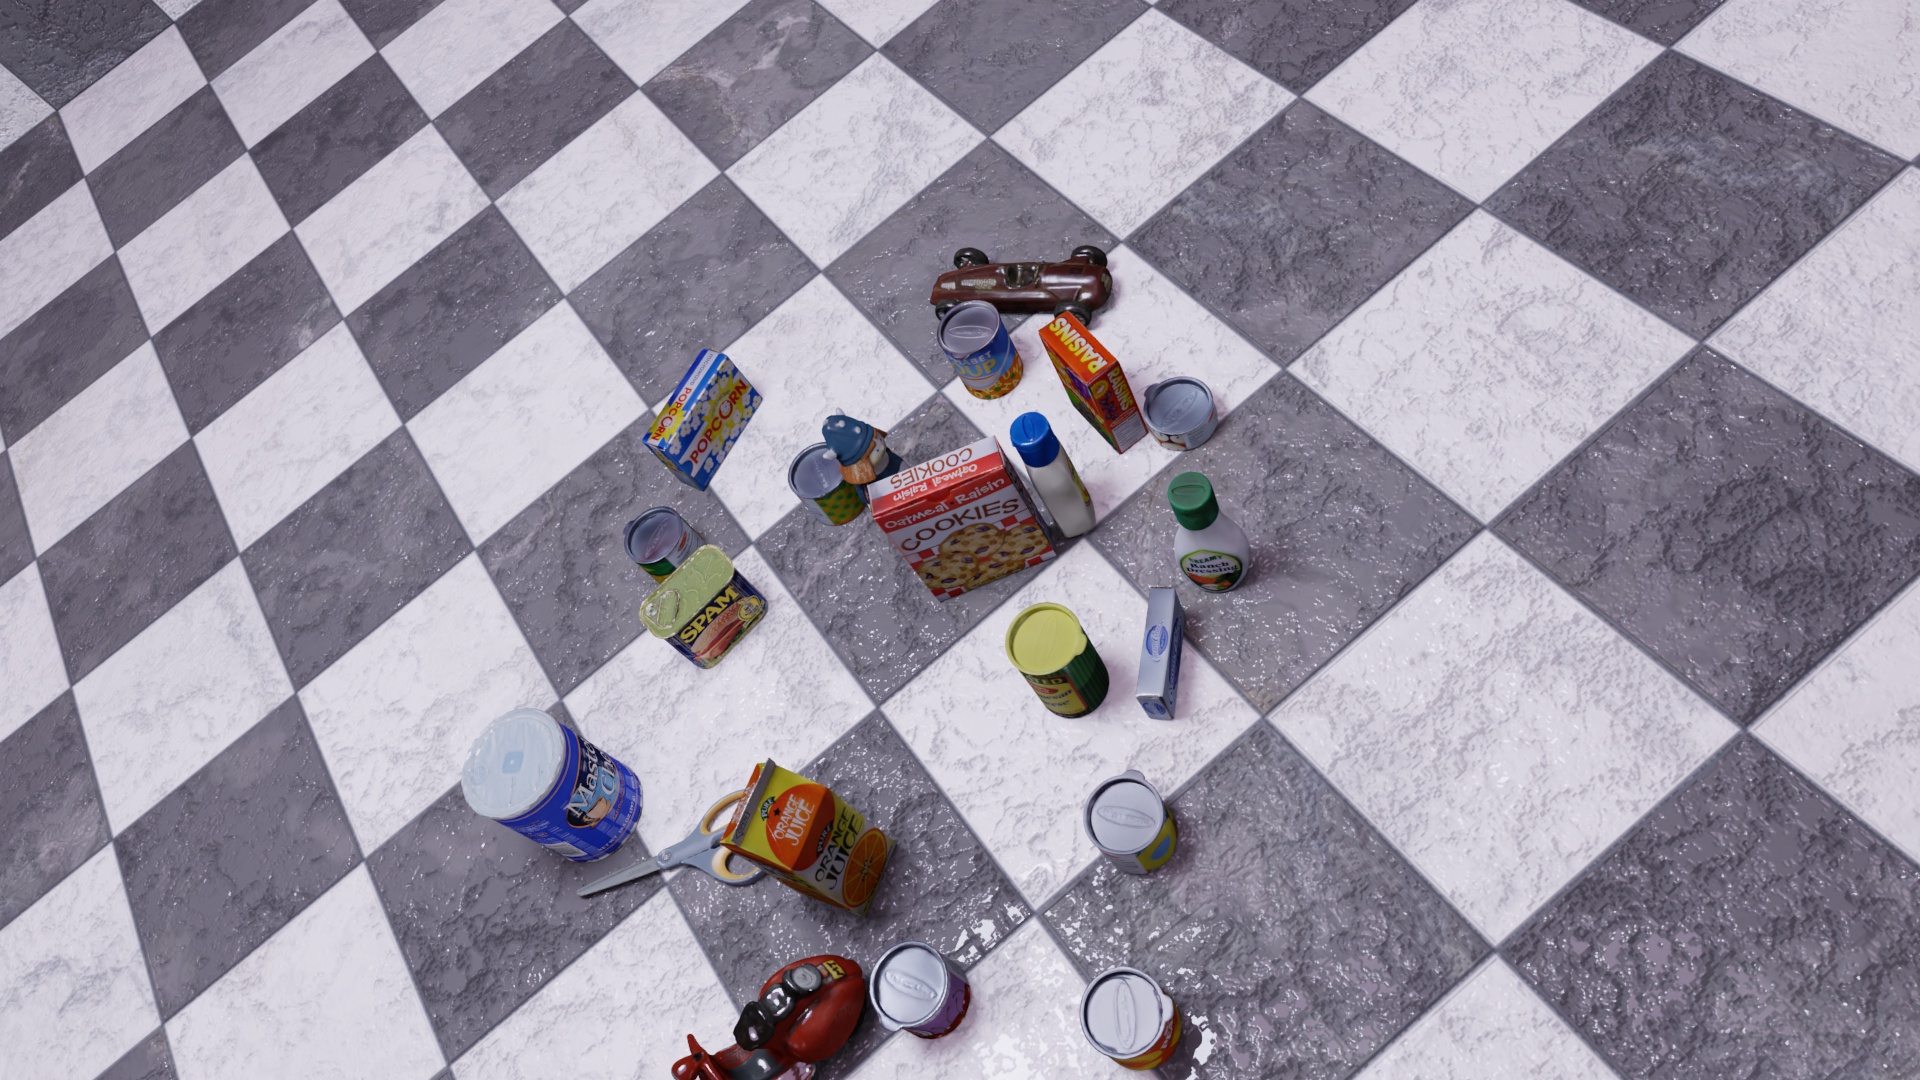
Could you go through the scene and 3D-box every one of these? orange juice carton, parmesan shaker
[{"bbox_3d":[-0.130,0.242,1.139,0.073,0.192,0.072,13,67,27],"label":"orange juice carton"},{"bbox_3d":[0.087,0.105,1.189,0.071,0.102,0.071,-10,58,16],"label":"parmesan shaker"}]

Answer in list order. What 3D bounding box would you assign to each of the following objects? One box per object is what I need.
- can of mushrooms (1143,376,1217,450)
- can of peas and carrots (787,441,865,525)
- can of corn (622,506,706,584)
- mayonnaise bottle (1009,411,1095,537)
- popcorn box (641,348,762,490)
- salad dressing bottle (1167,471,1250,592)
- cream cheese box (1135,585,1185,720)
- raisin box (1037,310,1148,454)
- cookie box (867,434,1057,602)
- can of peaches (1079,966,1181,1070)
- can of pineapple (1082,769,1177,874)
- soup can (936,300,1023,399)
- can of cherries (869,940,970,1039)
[{"bbox_3d":[0.207,-0.121,1.317,0.071,0.033,0.071,-10,58,16],"label":"can of mushrooms"},{"bbox_3d":[-0.130,-0.058,1.398,0.071,0.058,0.071,-10,58,16],"label":"can of peas and carrots"},{"bbox_3d":[-0.304,0.007,1.429,0.071,0.058,0.071,-10,58,16],"label":"can of corn"},{"bbox_3d":[0.083,-0.062,1.261,0.041,0.147,0.065,-21,56,10],"label":"mayonnaise bottle"},{"bbox_3d":[-0.274,-0.129,1.480,0.038,0.085,0.127,19,70,30],"label":"popcorn box"},{"bbox_3d":[0.208,-0.007,1.180,0.064,0.147,0.044,-3,61,20],"label":"salad dressing bottle"},{"bbox_3d":[0.173,0.097,1.190,0.024,0.053,0.104,0,61,22],"label":"cream cheese box"},{"bbox_3d":[0.125,-0.148,1.310,0.040,0.123,0.086,-36,55,-1],"label":"raisin box"},{"bbox_3d":[0.004,-0.016,1.253,0.123,0.167,0.040,-22,56,9],"label":"cookie box"},{"bbox_3d":[0.131,0.361,1.048,0.071,0.058,0.071,-10,58,16],"label":"can of peaches"},{"bbox_3d":[0.139,0.229,1.123,0.071,0.057,0.071,-10,58,16],"label":"can of pineapple"},{"bbox_3d":[0.020,-0.189,1.400,0.071,0.083,0.071,-10,58,16],"label":"soup can"},{"bbox_3d":[-0.033,0.363,1.112,0.071,0.058,0.072,-10,58,16],"label":"can of cherries"}]
